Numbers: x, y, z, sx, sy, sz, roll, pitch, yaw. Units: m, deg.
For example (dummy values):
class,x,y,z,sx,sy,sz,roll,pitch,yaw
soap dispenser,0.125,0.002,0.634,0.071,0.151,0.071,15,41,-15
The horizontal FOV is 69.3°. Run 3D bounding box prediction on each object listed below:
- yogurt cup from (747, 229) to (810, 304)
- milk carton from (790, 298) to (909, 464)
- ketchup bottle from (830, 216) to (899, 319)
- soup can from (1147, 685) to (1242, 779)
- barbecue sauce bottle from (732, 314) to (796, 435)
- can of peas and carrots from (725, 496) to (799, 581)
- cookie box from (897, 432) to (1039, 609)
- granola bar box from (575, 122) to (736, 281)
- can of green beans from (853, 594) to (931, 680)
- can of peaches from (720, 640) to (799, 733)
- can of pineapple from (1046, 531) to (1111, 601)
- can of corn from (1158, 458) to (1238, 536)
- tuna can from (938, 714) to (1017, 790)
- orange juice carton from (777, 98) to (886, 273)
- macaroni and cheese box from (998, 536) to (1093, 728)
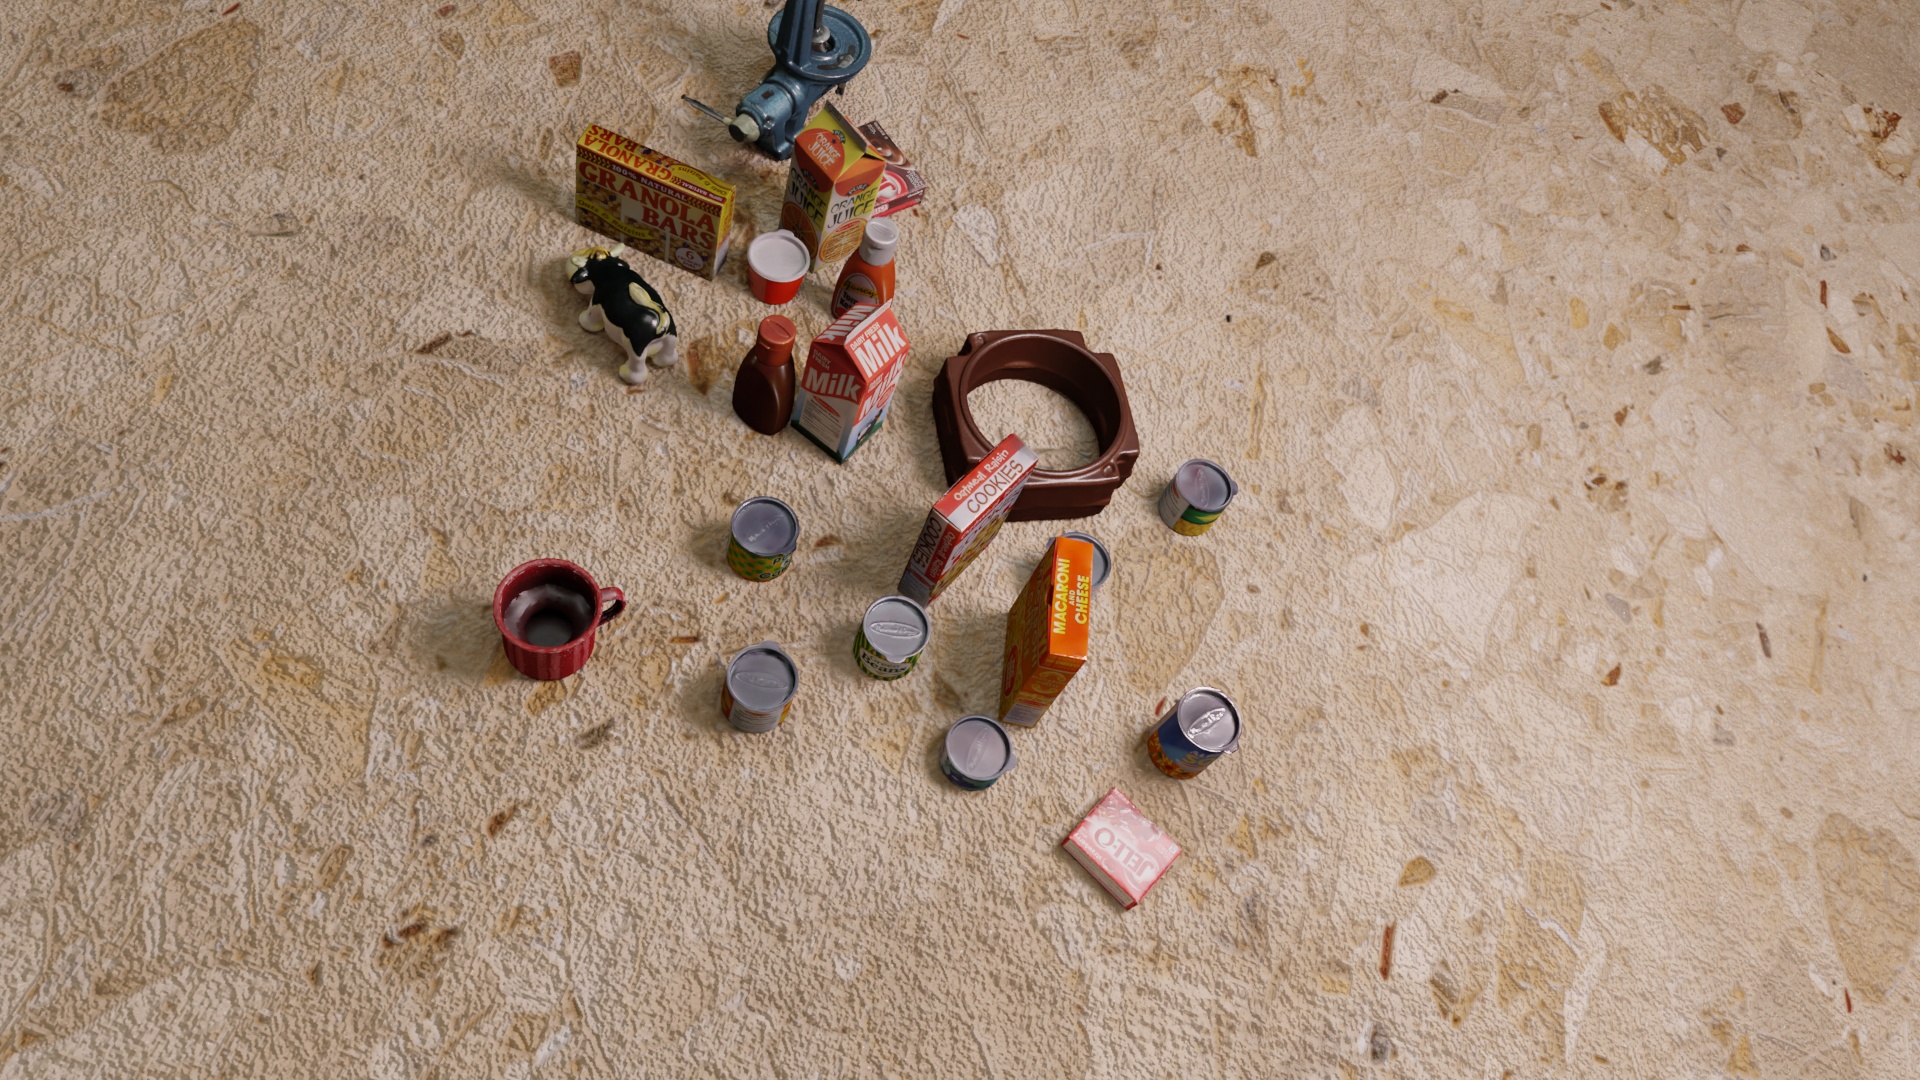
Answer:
class,x,y,z,sx,sy,sz,roll,pitch,yaw
yogurt cup,-0.202,-0.296,1.525,0.072,0.053,0.073,7,60,-12
milk carton,-0.109,-0.167,1.396,0.073,0.189,0.073,38,59,7
ketchup bottle,-0.098,-0.286,1.492,0.065,0.148,0.044,27,58,1
soup can,0.228,0.190,1.349,0.071,0.083,0.071,7,60,-12
barbecue sauce bottle,-0.193,-0.168,1.398,0.065,0.147,0.044,38,59,8
can of peas and carrots,-0.192,0.001,1.355,0.071,0.058,0.071,7,60,-12
cookie box,0.005,-0.017,1.356,0.040,0.166,0.123,40,59,9
granola bar box,-0.328,-0.359,1.484,0.165,0.123,0.039,23,58,-2
can of green beans,-0.067,0.094,1.337,0.071,0.057,0.071,7,60,-12
can of peaches,-0.185,0.135,1.280,0.071,0.057,0.071,7,60,-12
can of pineapple,0.113,0.032,1.423,0.071,0.057,0.071,7,60,-12
can of corn,0.257,-0.046,1.508,0.071,0.058,0.071,7,60,-12
tuna can,0.017,0.202,1.313,0.071,0.032,0.071,7,60,-12
orange juice carton,-0.139,-0.388,1.514,0.073,0.191,0.072,-31,73,-28
macaroni and cheese box,0.079,0.090,1.316,0.040,0.165,0.124,12,59,-9
